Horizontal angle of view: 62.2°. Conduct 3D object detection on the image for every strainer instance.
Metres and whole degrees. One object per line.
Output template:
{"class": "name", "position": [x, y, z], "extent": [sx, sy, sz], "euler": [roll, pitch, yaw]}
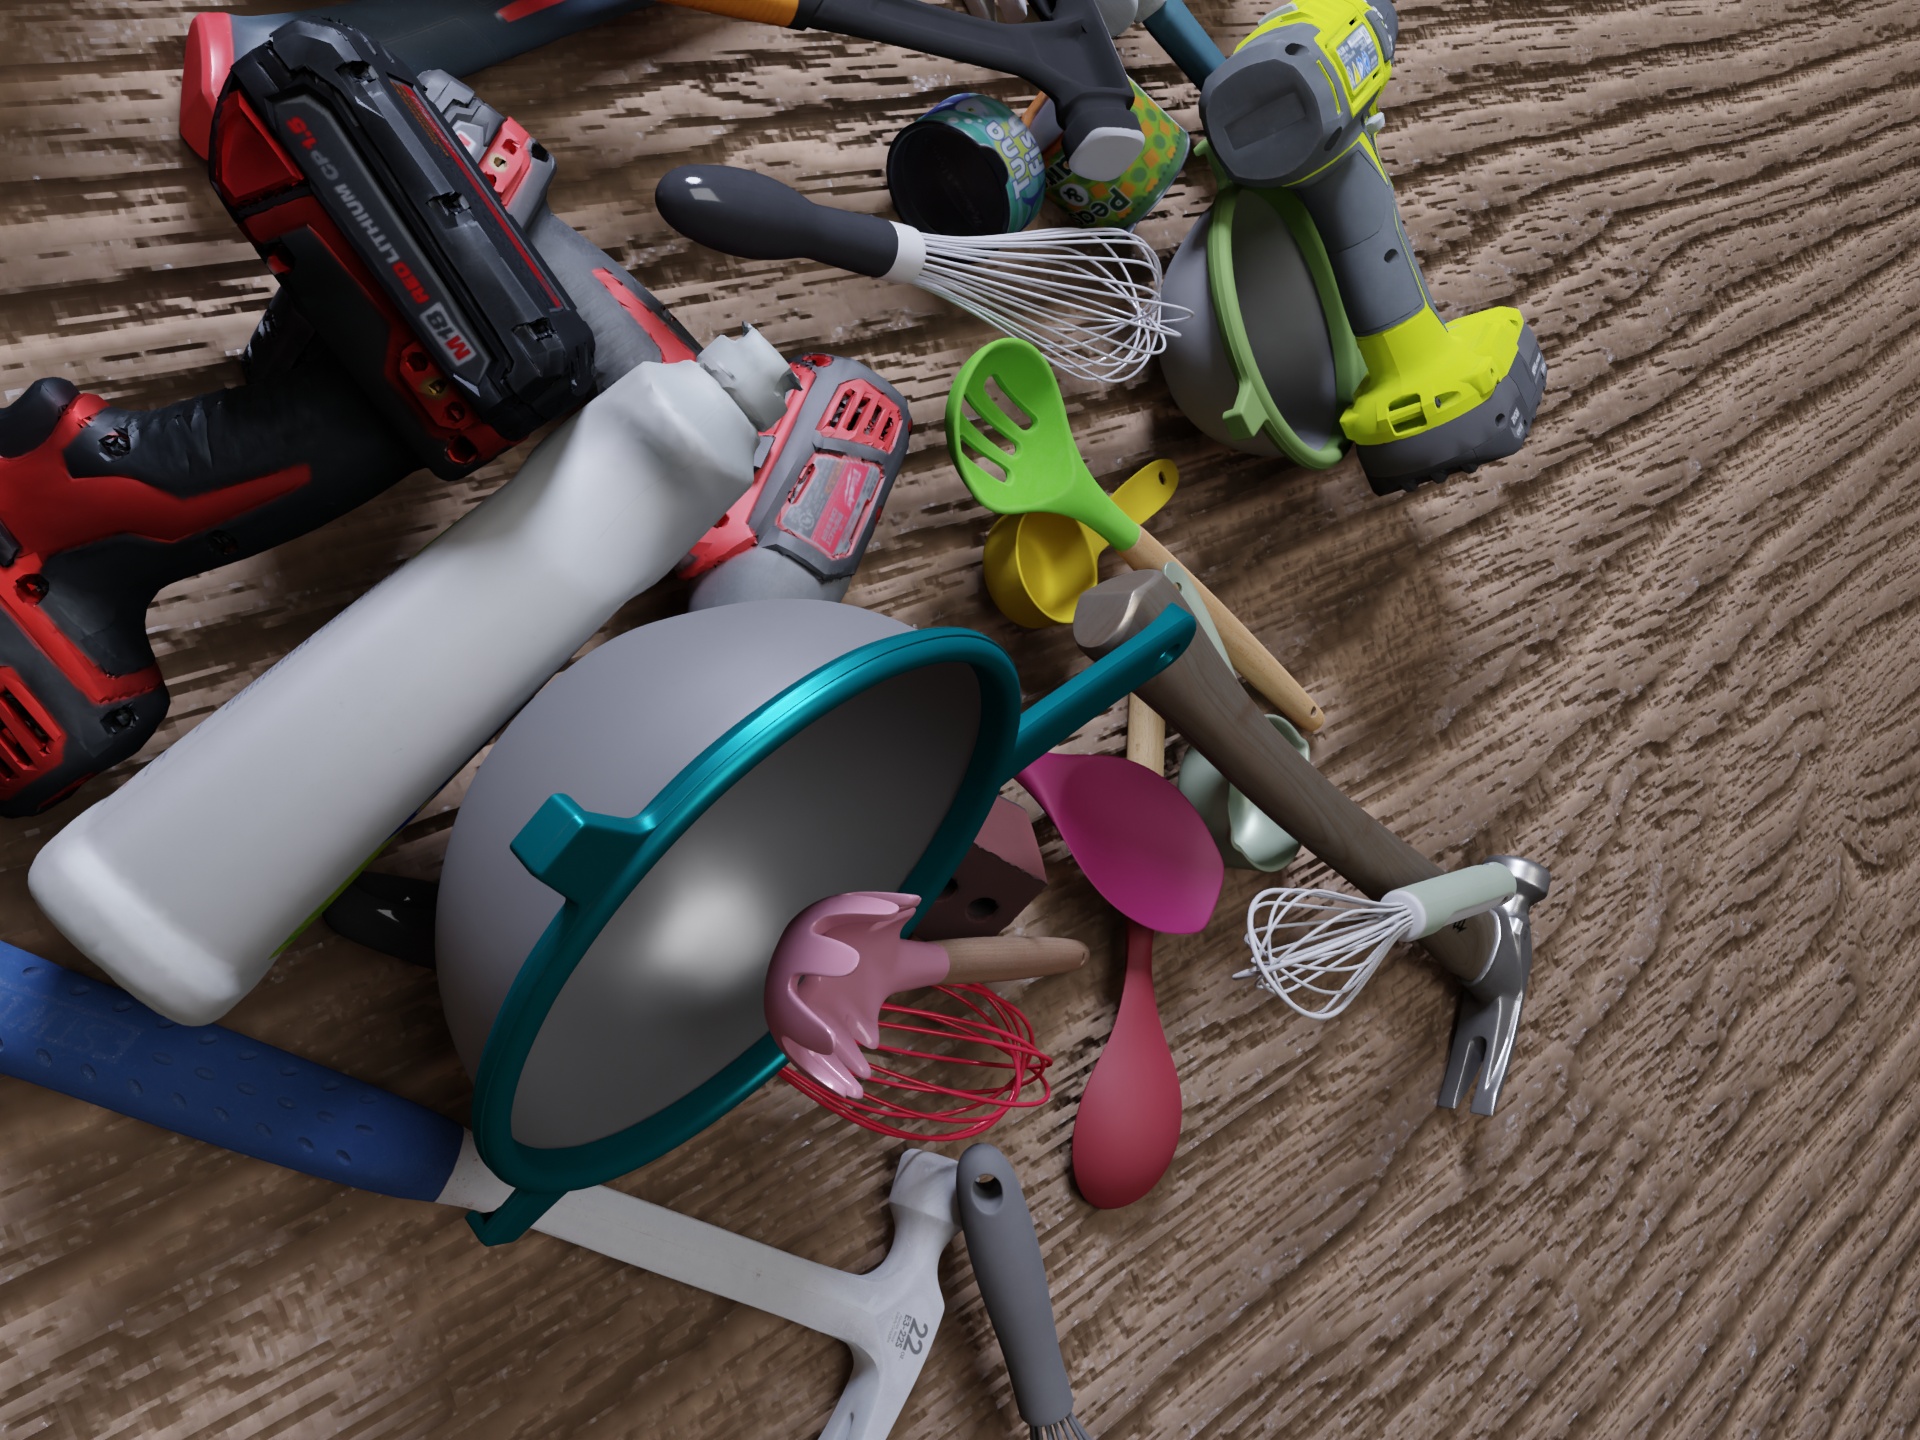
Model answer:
{"class": "strainer", "position": [0.170, -0.187, 0.837], "extent": [0.256, 0.069, 0.151], "euler": [10, 72, -54]}
{"class": "strainer", "position": [-0.044, 0.009, 0.532], "extent": [0.095, 0.210, 0.340], "euler": [39, 45, 19]}

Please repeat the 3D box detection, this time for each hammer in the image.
{"class": "hammer", "position": [0.171, -0.296, 0.845], "extent": [0.330, 0.033, 0.128], "euler": [37, 41, -33]}
{"class": "hammer", "position": [-0.123, -0.288, 0.635], "extent": [0.386, 0.038, 0.143], "euler": [-41, 110, -34]}
{"class": "hammer", "position": [-0.166, 0.159, 0.536], "extent": [0.405, 0.035, 0.144], "euler": [32, 65, -30]}
{"class": "hammer", "position": [0.180, 0.061, 0.770], "extent": [0.410, 0.038, 0.146], "euler": [37, 64, -39]}
{"class": "hammer", "position": [-0.079, -0.289, 0.610], "extent": [0.336, 0.034, 0.127], "euler": [-2, 65, -34]}

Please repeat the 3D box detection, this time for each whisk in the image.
{"class": "whisk", "position": [-0.005, -0.183, 0.644], "extent": [0.284, 0.070, 0.070], "euler": [-2, 84, -46]}
{"class": "whisk", "position": [0.038, 0.278, 0.648], "extent": [0.055, 0.055, 0.239], "euler": [-25, 106, -37]}
{"class": "whisk", "position": [-0.088, 0.105, 0.592], "extent": [0.295, 0.073, 0.073], "euler": [21, 71, -28]}
{"class": "whisk", "position": [0.201, 0.092, 0.736], "extent": [0.246, 0.058, 0.059], "euler": [-5, 64, -49]}

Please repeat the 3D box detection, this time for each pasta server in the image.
{"class": "pasta server", "position": [0.006, 0.090, 0.576], "extent": [0.316, 0.040, 0.060], "euler": [19, 86, -69]}

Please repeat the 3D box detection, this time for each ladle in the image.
{"class": "ladle", "position": [0.085, 0.067, 0.749], "extent": [0.069, 0.031, 0.315], "euler": [16, 72, -43]}

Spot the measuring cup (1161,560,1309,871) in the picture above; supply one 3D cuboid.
{"class": "measuring cup", "position": [0.118, -0.002, 0.762], "extent": [0.083, 0.038, 0.167], "euler": [-45, 118, -38]}

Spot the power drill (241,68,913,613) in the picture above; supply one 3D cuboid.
{"class": "power drill", "position": [-0.127, -0.108, 0.569], "extent": [0.219, 0.078, 0.143], "euler": [32, 65, -25]}

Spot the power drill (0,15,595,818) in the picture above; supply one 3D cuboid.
{"class": "power drill", "position": [-0.239, -0.101, 0.439], "extent": [0.226, 0.080, 0.187], "euler": [-33, 107, 4]}

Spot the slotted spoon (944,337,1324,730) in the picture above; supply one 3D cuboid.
{"class": "slotted spoon", "position": [0.091, -0.070, 0.744], "extent": [0.313, 0.031, 0.070], "euler": [36, 73, -40]}

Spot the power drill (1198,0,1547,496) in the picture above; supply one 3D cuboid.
{"class": "power drill", "position": [0.209, -0.246, 0.784], "extent": [0.228, 0.080, 0.191], "euler": [60, 39, -19]}

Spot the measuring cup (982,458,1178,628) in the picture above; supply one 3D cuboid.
{"class": "measuring cup", "position": [0.060, -0.091, 0.759], "extent": [0.156, 0.029, 0.062], "euler": [-40, 111, -47]}

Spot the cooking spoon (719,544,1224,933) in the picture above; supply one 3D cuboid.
{"class": "cooking spoon", "position": [-0.001, -0.002, 0.681], "extent": [0.318, 0.017, 0.069], "euler": [36, 62, -22]}
